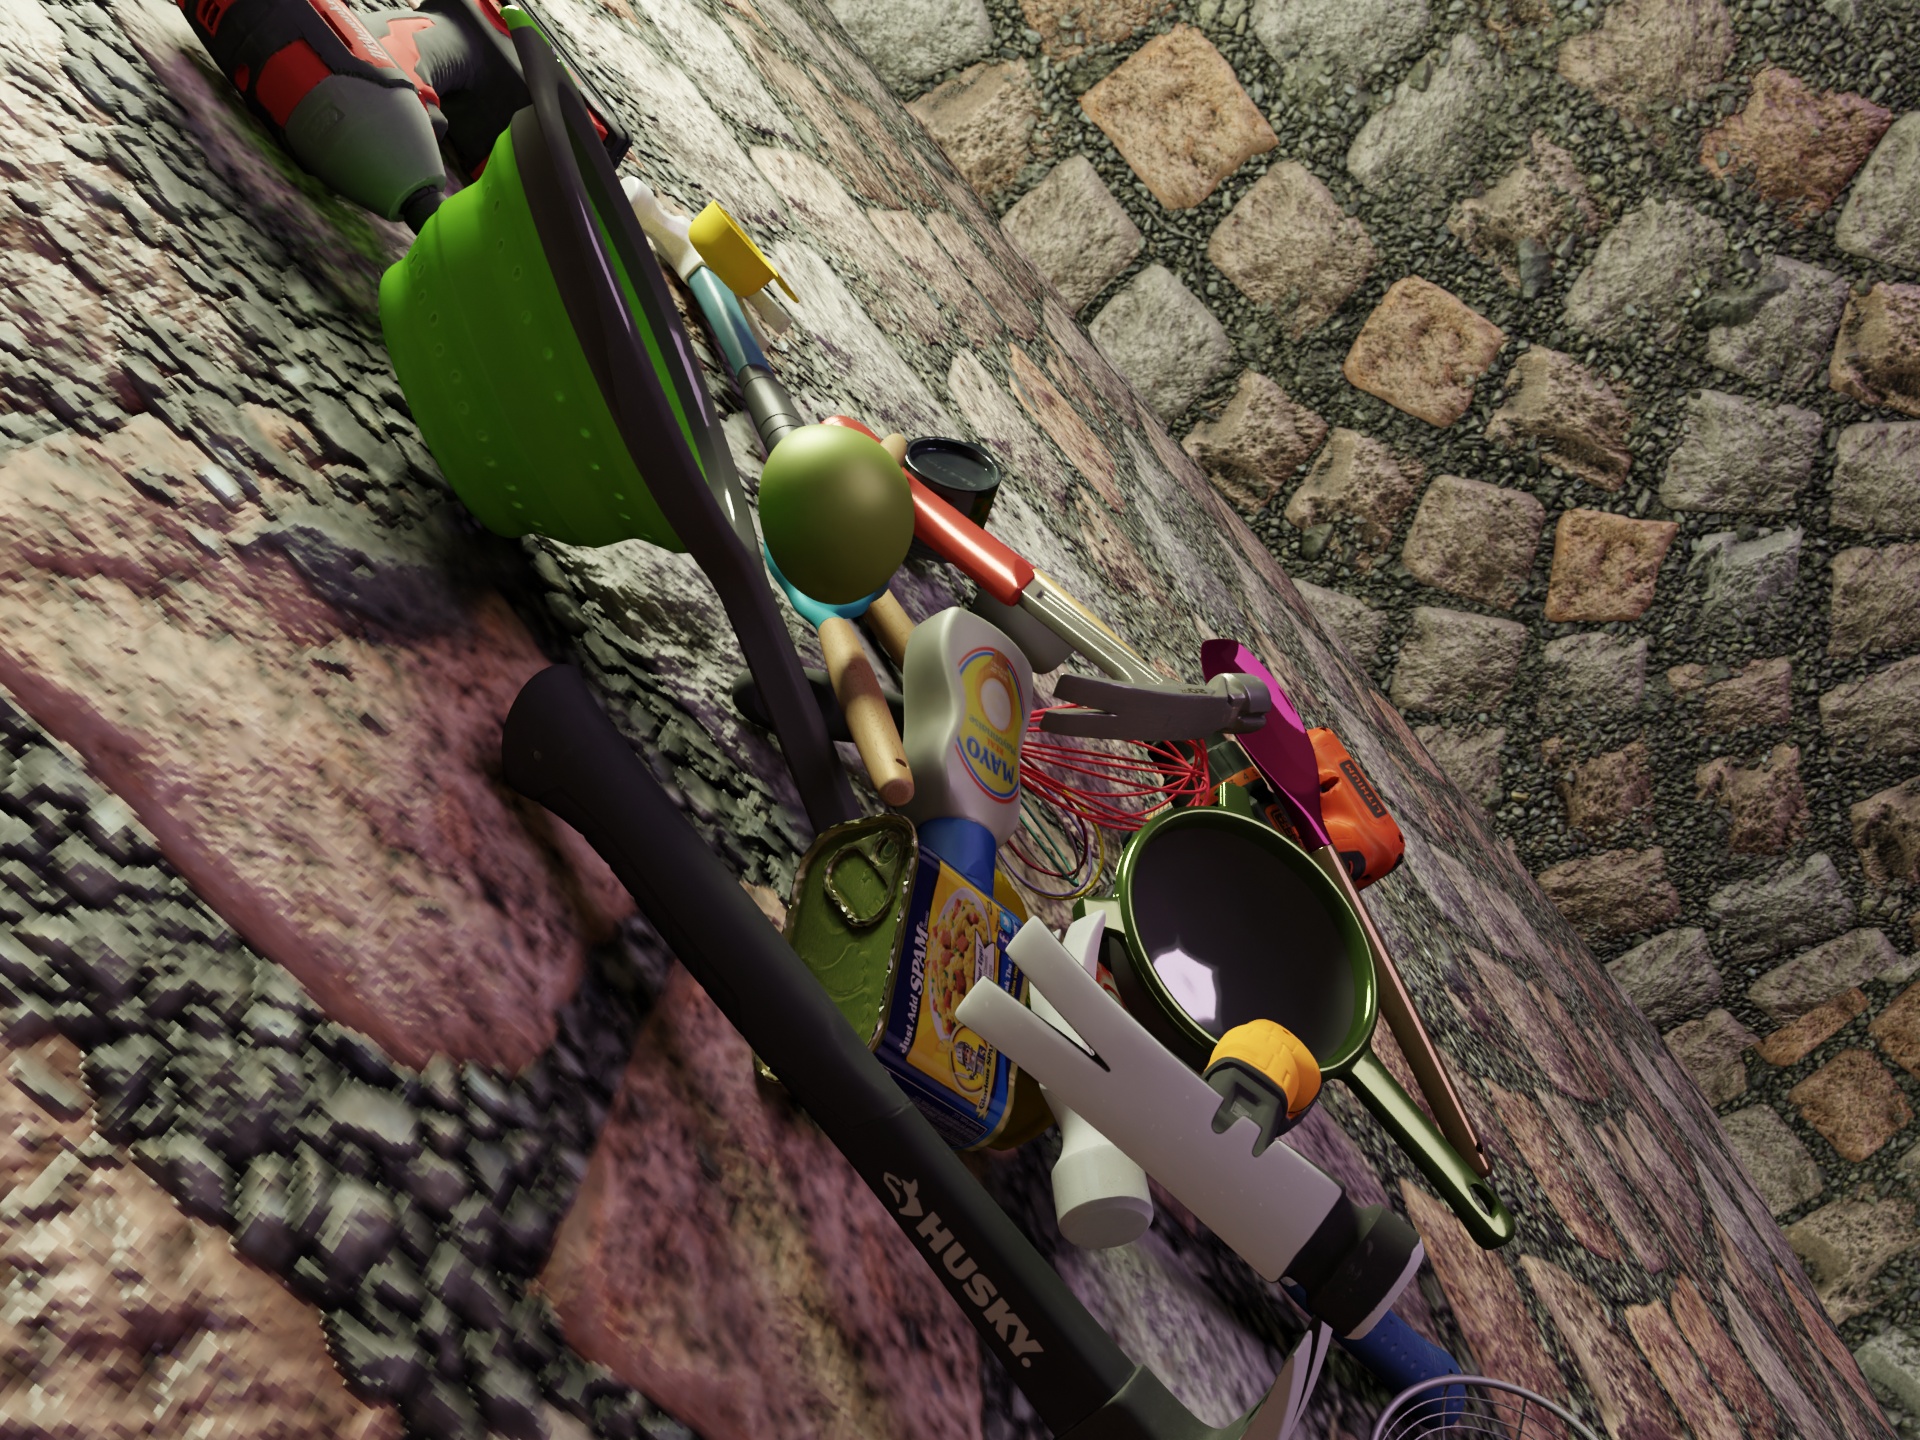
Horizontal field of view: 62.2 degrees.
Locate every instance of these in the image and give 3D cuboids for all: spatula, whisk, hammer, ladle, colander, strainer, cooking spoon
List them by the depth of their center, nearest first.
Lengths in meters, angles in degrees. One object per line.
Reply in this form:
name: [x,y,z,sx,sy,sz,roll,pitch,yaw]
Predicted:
hammer: [-0.033,0.111,0.491,0.335,0.146,0.035,49,30,14]
hammer: [0.092,0.123,0.548,0.127,0.034,0.336,38,2,16]
colander: [-0.128,-0.061,0.626,0.204,0.094,0.397,-110,179,-82]
spatula: [-0.049,-0.041,0.708,0.082,0.044,0.318,29,13,-21]
hammer: [0.142,0.232,0.718,0.405,0.035,0.144,47,24,-39]
strainer: [0.162,0.161,0.781,0.256,0.069,0.151,49,45,9]
whisk: [0.017,0.009,0.787,0.295,0.073,0.073,11,41,-36]
ladle: [-0.051,-0.122,0.803,0.320,0.062,0.078,-89,160,-75]
cooking spoon: [0.205,0.093,0.856,0.068,0.017,0.319,-4,63,-44]
whisk: [0.000,-0.004,0.884,0.245,0.047,0.051,55,19,17]
hammer: [0.007,-0.090,0.889,0.149,0.036,0.359,2,29,-40]
hammer: [-0.117,-0.194,0.943,0.128,0.033,0.331,29,27,-50]
ladle: [0.067,-0.085,1.102,0.316,0.031,0.069,46,3,35]

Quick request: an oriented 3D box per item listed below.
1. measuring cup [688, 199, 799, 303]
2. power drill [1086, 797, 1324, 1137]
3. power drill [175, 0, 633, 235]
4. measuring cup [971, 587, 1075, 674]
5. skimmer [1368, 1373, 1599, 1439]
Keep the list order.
measuring cup: [-0.132,-0.281,1.004,0.062,0.029,0.156,51,6,5]
power drill: [0.139,0.121,0.933,0.164,0.084,0.227,48,22,-10]
power drill: [-0.253,-0.294,0.759,0.143,0.078,0.220,51,21,-5]
measuring cup: [0.010,-0.092,1.089,0.168,0.038,0.083,42,2,21]
skimmer: [0.163,0.301,0.630,0.362,0.090,0.127,34,16,-41]
